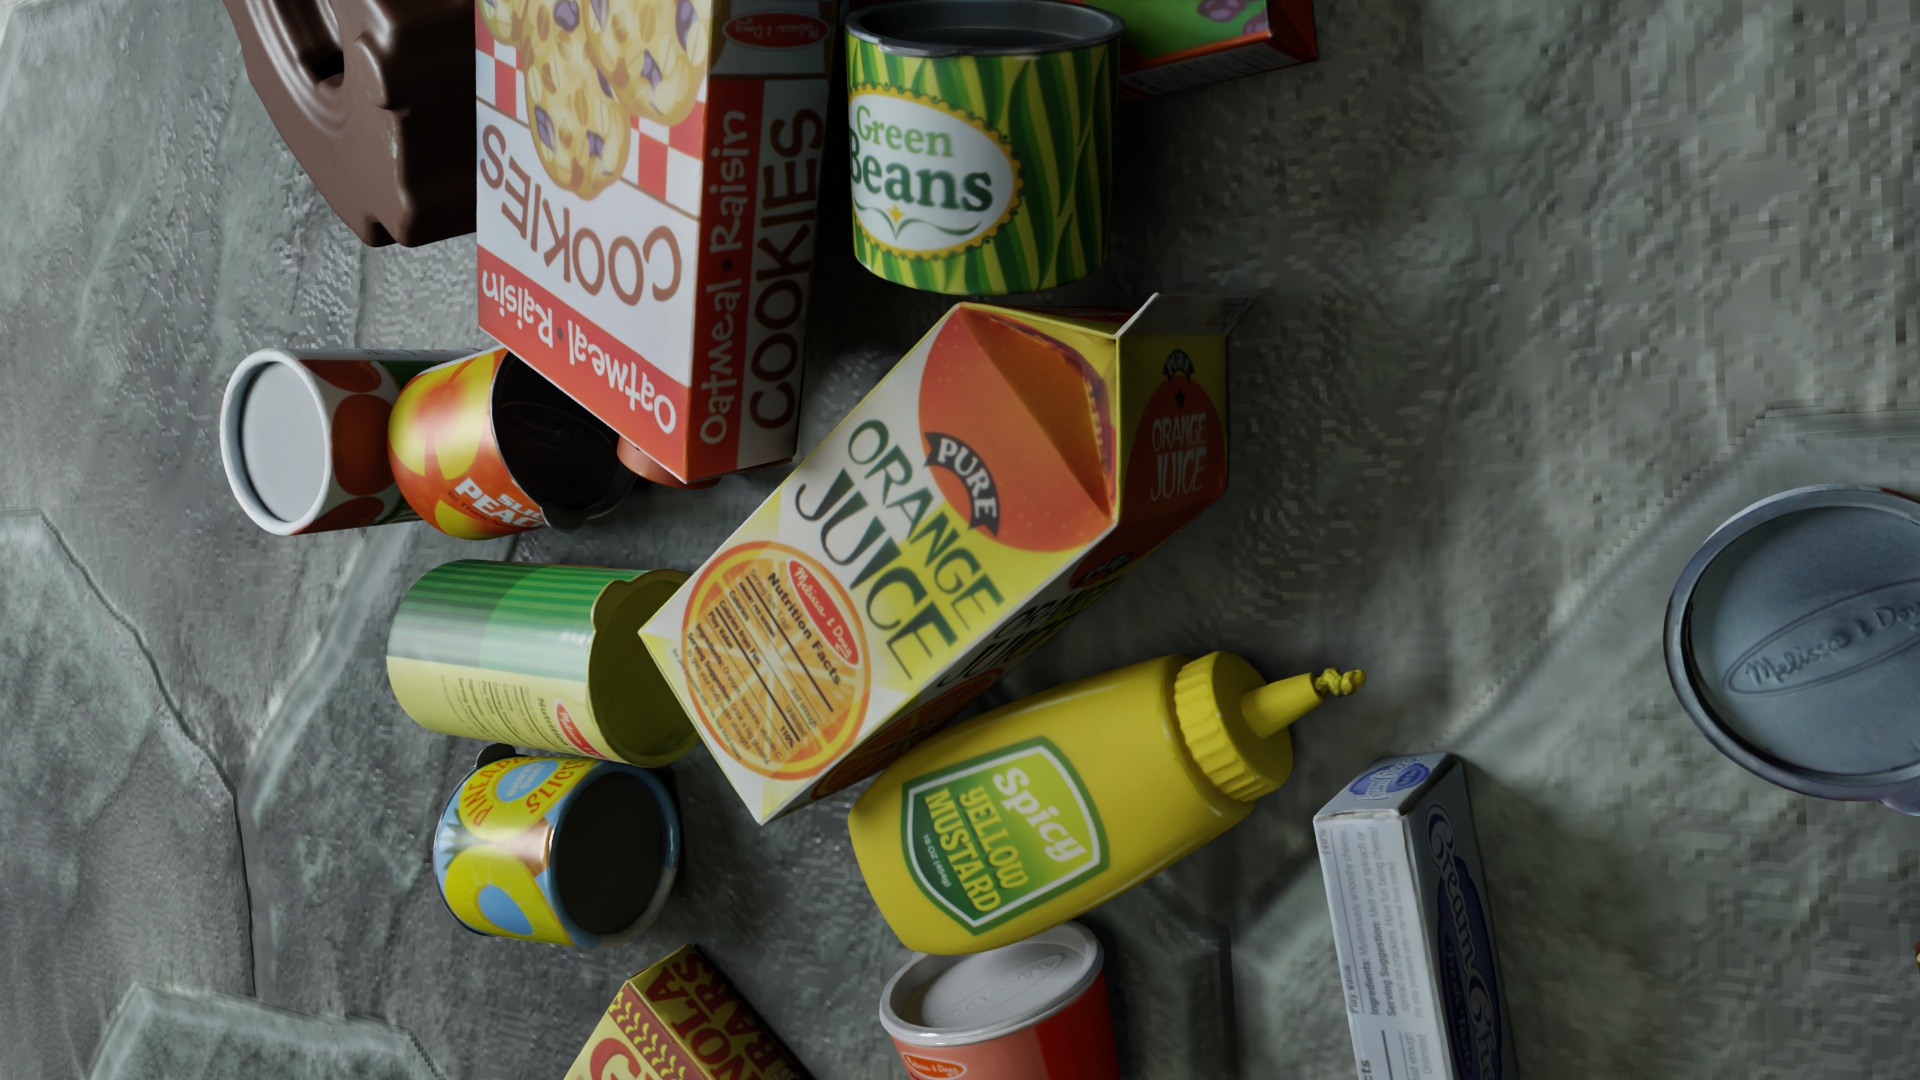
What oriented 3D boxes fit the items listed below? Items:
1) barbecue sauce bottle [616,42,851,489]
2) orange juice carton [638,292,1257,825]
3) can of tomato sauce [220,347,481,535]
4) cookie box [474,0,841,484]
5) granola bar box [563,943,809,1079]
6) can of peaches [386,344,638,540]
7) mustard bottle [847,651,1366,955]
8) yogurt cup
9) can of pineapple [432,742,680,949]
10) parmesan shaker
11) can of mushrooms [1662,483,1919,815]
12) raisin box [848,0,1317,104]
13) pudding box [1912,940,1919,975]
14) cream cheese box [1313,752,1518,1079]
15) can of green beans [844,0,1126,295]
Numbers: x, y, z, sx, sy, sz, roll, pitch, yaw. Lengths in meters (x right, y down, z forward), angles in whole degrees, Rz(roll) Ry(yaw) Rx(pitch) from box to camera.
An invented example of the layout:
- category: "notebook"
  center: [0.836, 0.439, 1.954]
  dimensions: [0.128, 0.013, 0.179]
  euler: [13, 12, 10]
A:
- category: "barbecue sauce bottle"
  center: [-0.074, -0.089, 0.445]
  dimensions: [0.065, 0.044, 0.148]
  euler: [35, 114, 35]
- category: "orange juice carton"
  center: [0.001, -0.005, 0.393]
  dimensions: [0.192, 0.072, 0.073]
  euler: [-43, 75, 28]
- category: "can of tomato sauce"
  center: [-0.215, -0.036, 0.513]
  dimensions: [0.071, 0.083, 0.071]
  euler: [4, 98, 31]
- category: "cookie box"
  center: [-0.086, -0.116, 0.374]
  dimensions: [0.123, 0.040, 0.166]
  euler: [33, 126, 38]
- category: "granola bar box"
  center: [-0.082, 0.249, 0.494]
  dimensions: [0.166, 0.039, 0.123]
  euler: [42, 115, 20]
- category: "can of peaches"
  center: [-0.156, -0.033, 0.487]
  dimensions: [0.058, 0.071, 0.071]
  euler: [-9, 91, 32]
- category: "mustard bottle"
  center: [0.040, 0.067, 0.391]
  dimensions: [0.159, 0.049, 0.065]
  euler: [-31, 83, 30]
- category: "yogurt cup"
  center: [0.015, 0.151, 0.410]
  dimensions: [0.072, 0.073, 0.054]
  euler: [-12, 99, 32]
- category: "can of pineapple"
  center: [-0.144, 0.109, 0.498]
  dimensions: [0.058, 0.071, 0.071]
  euler: [-4, 94, 31]
- category: "parmesan shaker"
  center: [-0.143, 0.038, 0.488]
  dimensions: [0.103, 0.071, 0.071]
  euler: [3, 98, 32]
- category: "can of mushrooms"
  center: [0.193, 0.023, 0.303]
  dimensions: [0.071, 0.033, 0.071]
  euler: [4, 98, 30]
- category: "raisin box"
  center: [0.028, -0.161, 0.376]
  dimensions: [0.123, 0.040, 0.086]
  euler: [-2, 96, 32]
- category: "pudding box"
  center: [0.249, 0.105, 0.281]
  dimensions: [0.084, 0.030, 0.049]
  euler: [47, 115, 18]
- category: "cream cheese box"
  center: [0.116, 0.110, 0.348]
  dimensions: [0.024, 0.053, 0.103]
  euler: [-10, 91, 34]
- category: "can of green beans"
  center: [0.005, -0.098, 0.341]
  dimensions: [0.071, 0.071, 0.057]
  euler: [19, 125, 28]
